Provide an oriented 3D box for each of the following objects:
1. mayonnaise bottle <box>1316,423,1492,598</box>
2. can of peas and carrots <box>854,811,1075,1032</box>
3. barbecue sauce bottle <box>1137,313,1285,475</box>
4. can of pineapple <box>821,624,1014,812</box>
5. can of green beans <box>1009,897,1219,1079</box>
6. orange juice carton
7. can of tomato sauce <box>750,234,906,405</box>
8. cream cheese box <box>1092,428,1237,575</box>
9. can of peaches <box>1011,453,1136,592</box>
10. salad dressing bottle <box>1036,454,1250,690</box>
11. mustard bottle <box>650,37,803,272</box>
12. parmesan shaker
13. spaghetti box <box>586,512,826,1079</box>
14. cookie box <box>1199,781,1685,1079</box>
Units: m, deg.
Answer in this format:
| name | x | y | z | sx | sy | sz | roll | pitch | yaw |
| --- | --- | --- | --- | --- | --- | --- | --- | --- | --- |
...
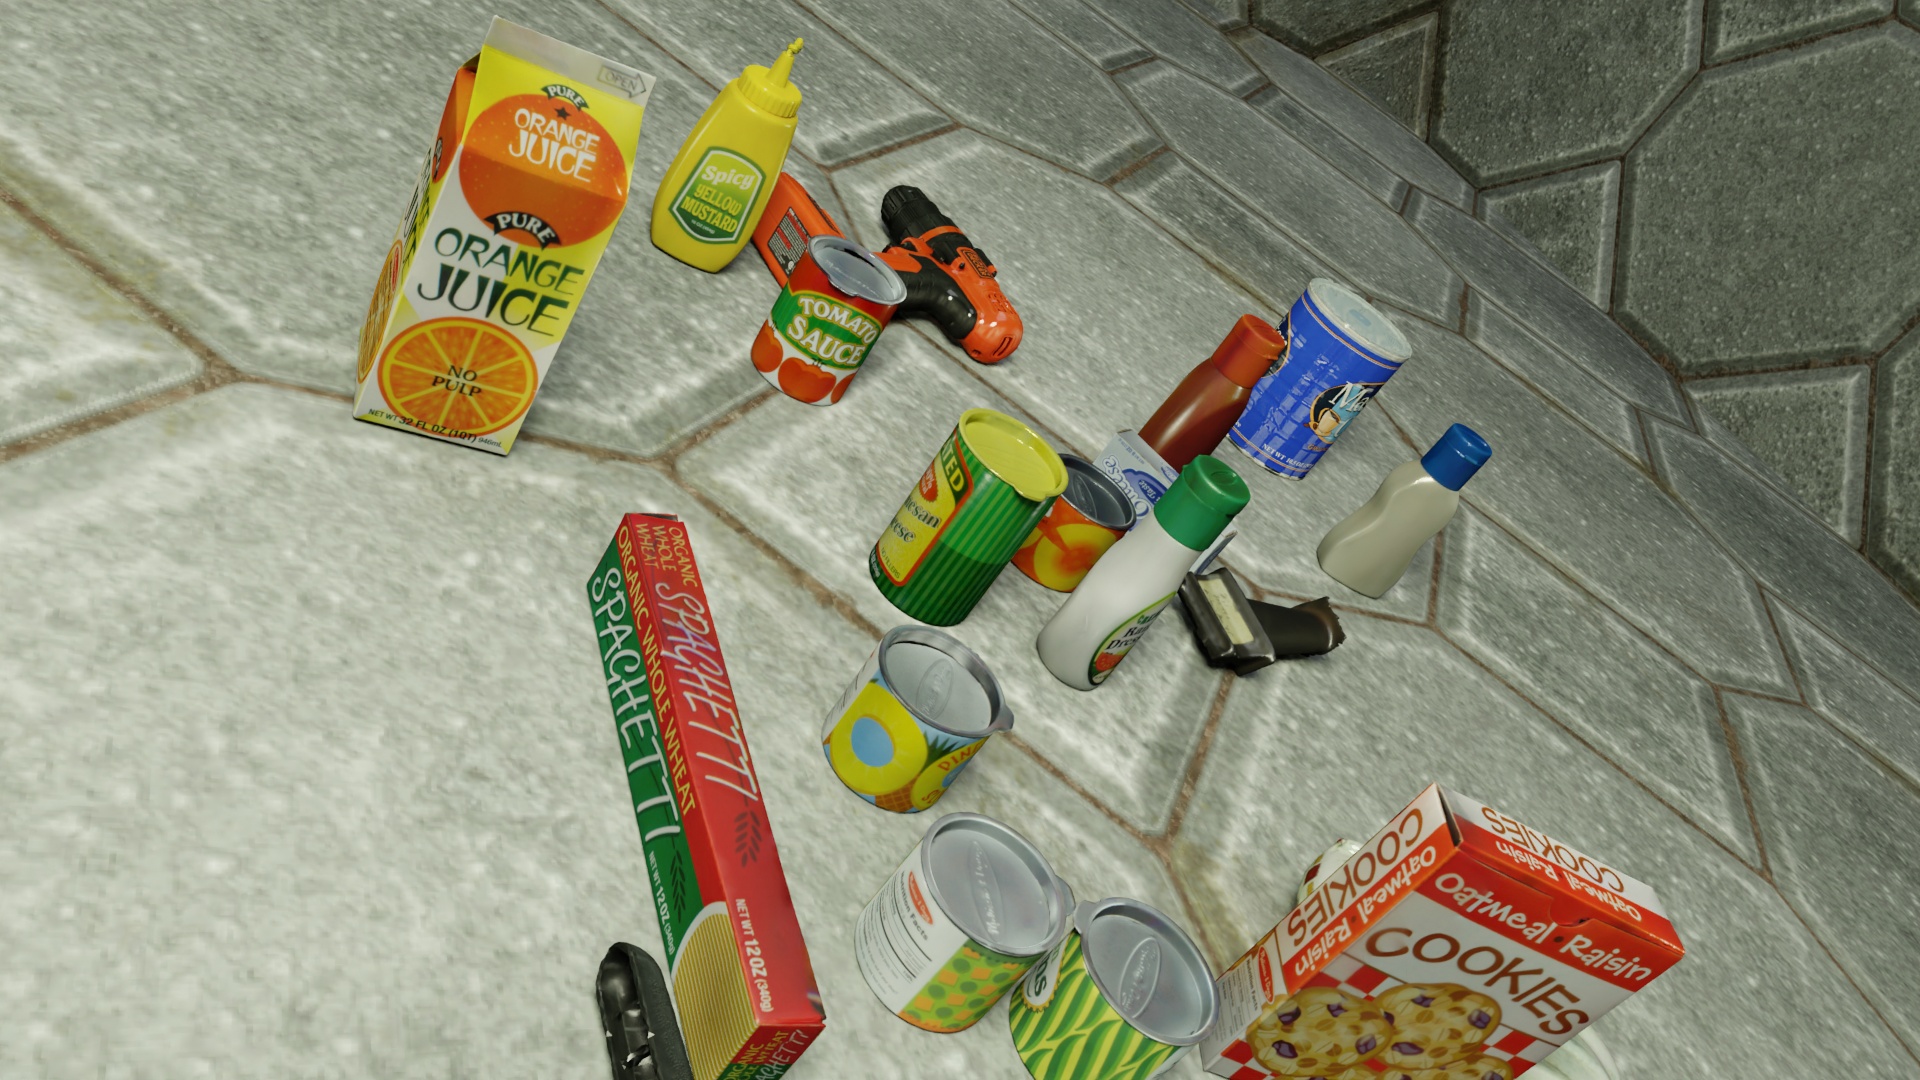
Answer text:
| name | x | y | z | sx | sy | sz | roll | pitch | yaw |
| --- | --- | --- | --- | --- | --- | --- | --- | --- | --- |
| mayonnaise bottle | 0.340 | -0.024 | 1.057 | 0.065 | 0.147 | 0.041 | 28 | 31 | -14 |
| can of peas and carrots | 0.001 | 0.153 | 0.557 | 0.071 | 0.058 | 0.071 | 26 | 31 | -17 |
| barbecue sauce bottle | 0.170 | -0.091 | 0.979 | 0.065 | 0.148 | 0.044 | -1 | 46 | -46 |
| can of pineapple | -0.021 | 0.083 | 0.634 | 0.071 | 0.057 | 0.071 | 26 | 31 | -17 |
| can of green beans | 0.062 | 0.190 | 0.567 | 0.071 | 0.057 | 0.071 | 26 | 31 | -17 |
| orange juice carton | -0.206 | -0.137 | 0.621 | 0.072 | 0.191 | 0.073 | 15 | 36 | -32 |
| can of tomato sauce | -0.082 | -0.133 | 0.850 | 0.071 | 0.082 | 0.071 | 26 | 31 | -17 |
| cream cheese box | 0.131 | -0.021 | 0.937 | 0.104 | 0.053 | 0.024 | 46 | 31 | 17 |
| can of peaches | 0.062 | -0.011 | 0.849 | 0.071 | 0.057 | 0.071 | 26 | 31 | -17 |
| salad dressing bottle | 0.099 | 0.018 | 0.755 | 0.044 | 0.147 | 0.064 | 48 | 32 | 20 |
| mustard bottle | -0.140 | -0.246 | 0.873 | 0.065 | 0.159 | 0.049 | 22 | 33 | -23 |
| parmesan shaker | 0.003 | -0.009 | 0.742 | 0.071 | 0.102 | 0.072 | 26 | 31 | -17 |
| spaghetti box | -0.107 | 0.089 | 0.546 | 0.029 | 0.050 | 0.251 | 12 | 38 | -36 |
| cookie box | 0.201 | 0.190 | 0.598 | 0.123 | 0.166 | 0.040 | 26 | 31 | -16 |
